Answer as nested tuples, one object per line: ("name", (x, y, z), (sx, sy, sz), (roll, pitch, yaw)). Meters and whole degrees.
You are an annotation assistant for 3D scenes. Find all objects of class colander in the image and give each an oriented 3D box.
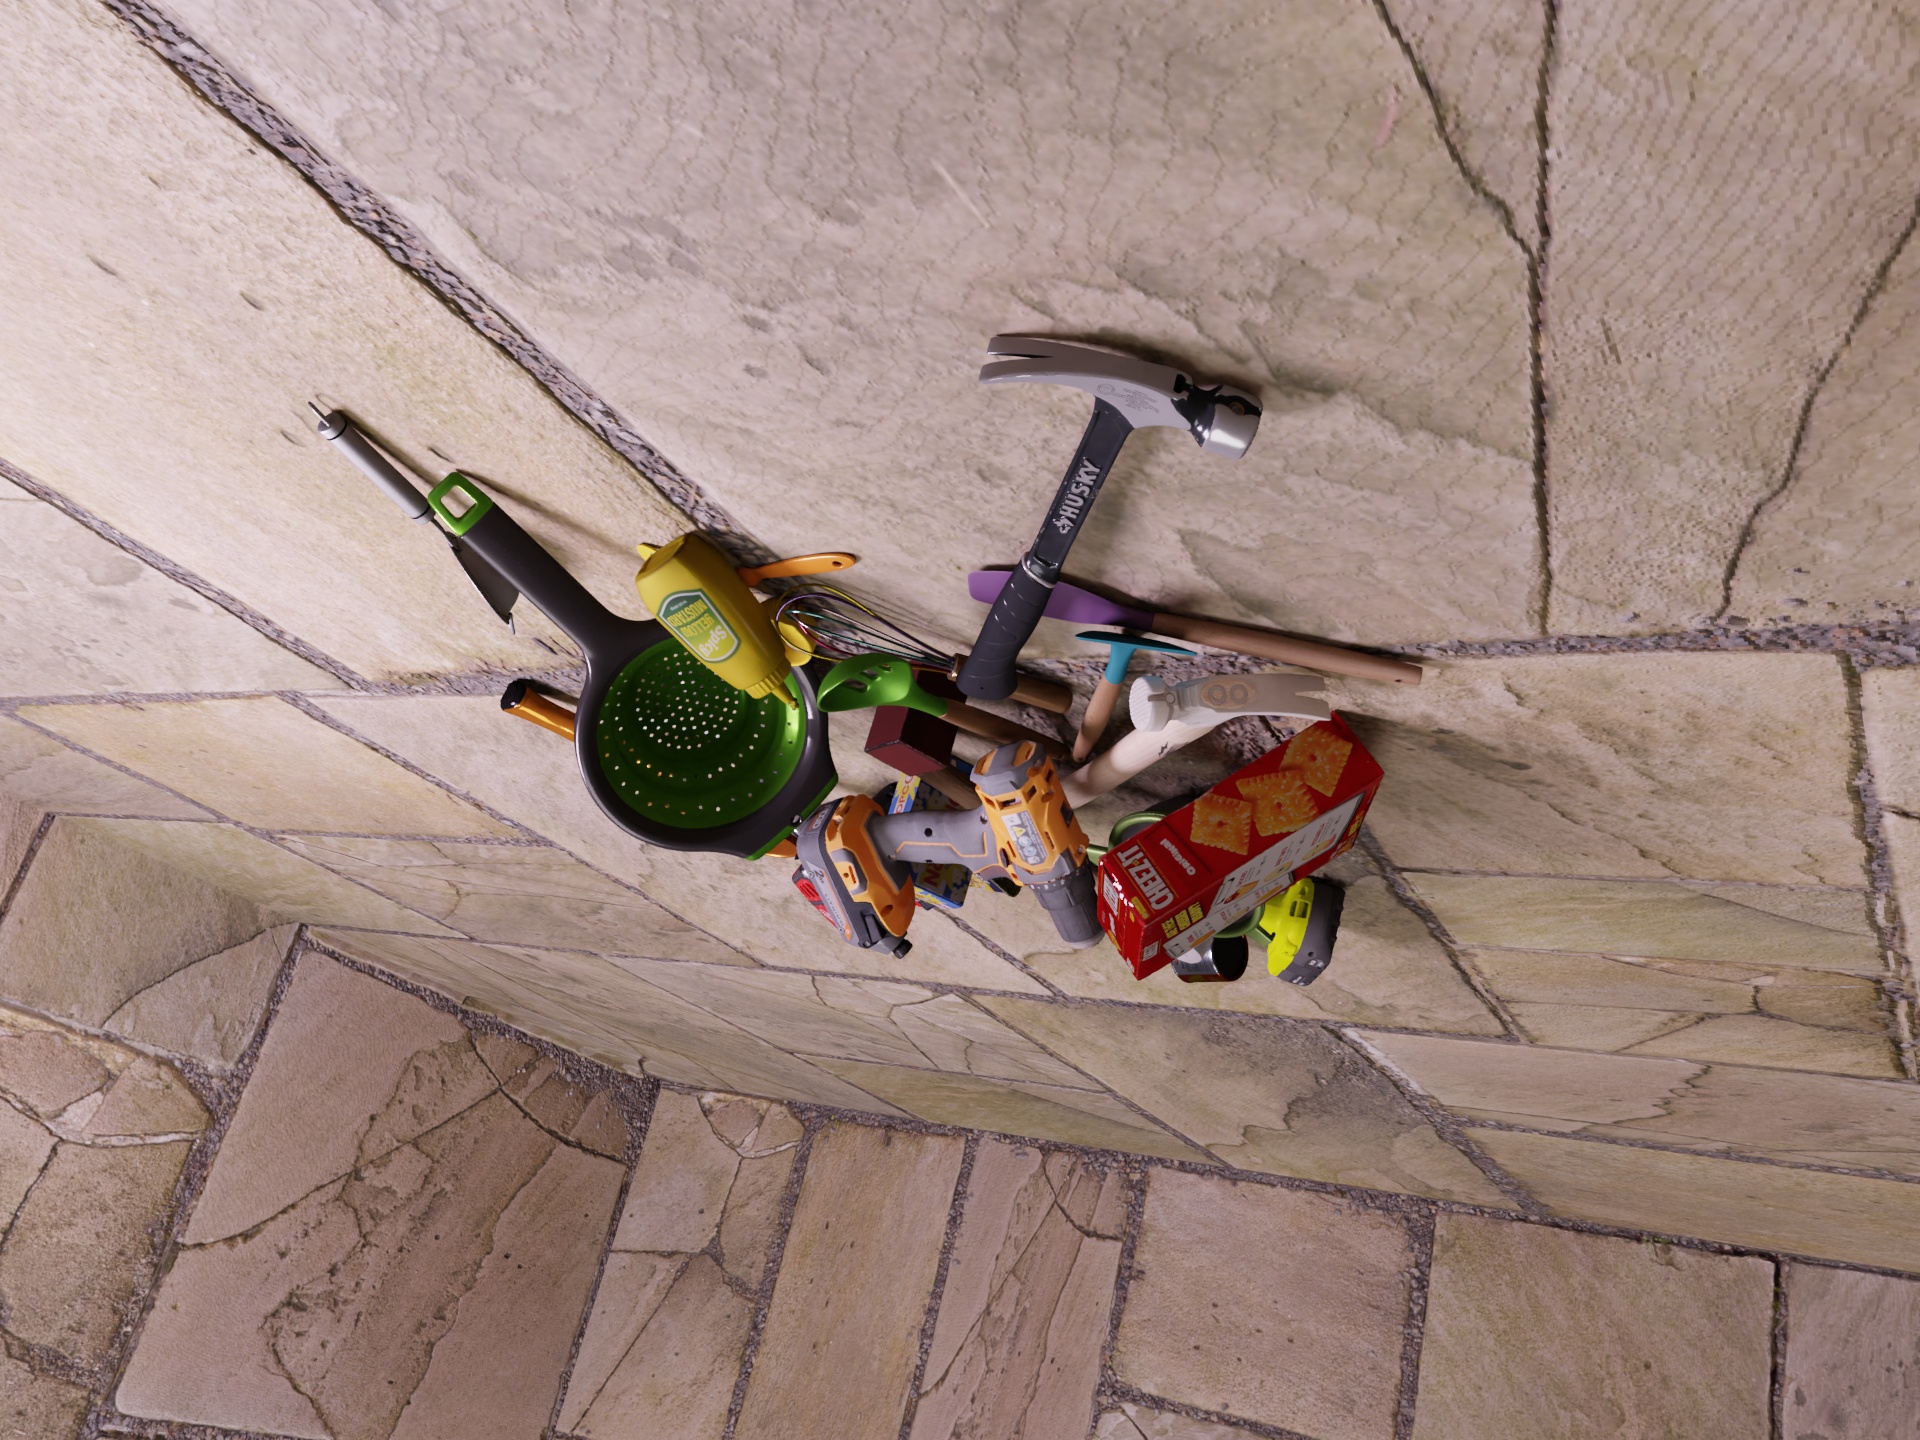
("colander", (-0.268, -0.055, 1.276), (0.396, 0.204, 0.095), (47, 180, -27))

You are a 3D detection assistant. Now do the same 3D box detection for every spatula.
("spatula", (0.158, -0.063, 1.093), (0.316, 0.018, 0.059), (13, 159, 8))
("spatula", (0.110, -0.015, 1.202), (0.082, 0.044, 0.317), (7, 159, -1))

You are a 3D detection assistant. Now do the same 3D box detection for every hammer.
("hammer", (0.138, 0.034, 1.278), (0.146, 0.038, 0.410), (-2, 166, -17))
("hammer", (0.050, -0.106, 1.013), (0.149, 0.036, 0.408), (18, 155, -4))
("hammer", (-0.290, 0.047, 1.554), (0.337, 0.034, 0.127), (25, 164, -4))
("hammer", (0.078, 0.111, 1.379), (0.331, 0.031, 0.130), (34, 163, -6))

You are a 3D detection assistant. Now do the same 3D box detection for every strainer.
("strainer", (-0.398, -0.153, 1.198), (0.087, 0.050, 0.258), (54, -179, 42))
("strainer", (0.170, 0.111, 1.434), (0.256, 0.069, 0.151), (9, 137, 40))

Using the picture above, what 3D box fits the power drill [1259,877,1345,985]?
("power drill", (0.247, 0.183, 1.551), (0.223, 0.080, 0.171), (17, 158, 5))

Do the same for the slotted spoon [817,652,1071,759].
("slotted spoon", (-0.002, -0.004, 1.235), (0.070, 0.031, 0.313), (-35, 150, 24))

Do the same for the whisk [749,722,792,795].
("whisk", (-0.187, 0.041, 1.523), (0.055, 0.055, 0.239), (20, 162, -13))

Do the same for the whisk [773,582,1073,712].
("whisk", (-0.025, -0.051, 1.211), (0.245, 0.047, 0.051), (17, 158, -17))

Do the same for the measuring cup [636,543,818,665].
("measuring cup", (-0.177, -0.097, 1.223), (0.156, 0.029, 0.062), (34, 145, -14))

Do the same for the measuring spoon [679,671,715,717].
("measuring spoon", (-0.239, -0.016, 1.449), (0.034, 0.018, 0.124), (12, 158, 5))

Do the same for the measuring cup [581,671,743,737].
("measuring cup", (-0.257, -0.015, 1.417), (0.168, 0.038, 0.083), (14, 159, 19))

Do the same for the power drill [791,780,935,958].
("power drill", (-0.075, 0.158, 1.568), (0.143, 0.078, 0.219), (44, 145, 0))

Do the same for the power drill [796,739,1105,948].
("power drill", (0.001, 0.124, 1.314), (0.226, 0.084, 0.185), (-16, 114, 24))

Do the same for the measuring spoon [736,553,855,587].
("measuring spoon", (-0.122, -0.109, 1.167), (0.117, 0.011, 0.021), (-4, 151, 38))

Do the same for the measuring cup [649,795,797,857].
("measuring cup", (-0.244, 0.091, 1.665), (0.173, 0.052, 0.095), (20, 157, -8))
